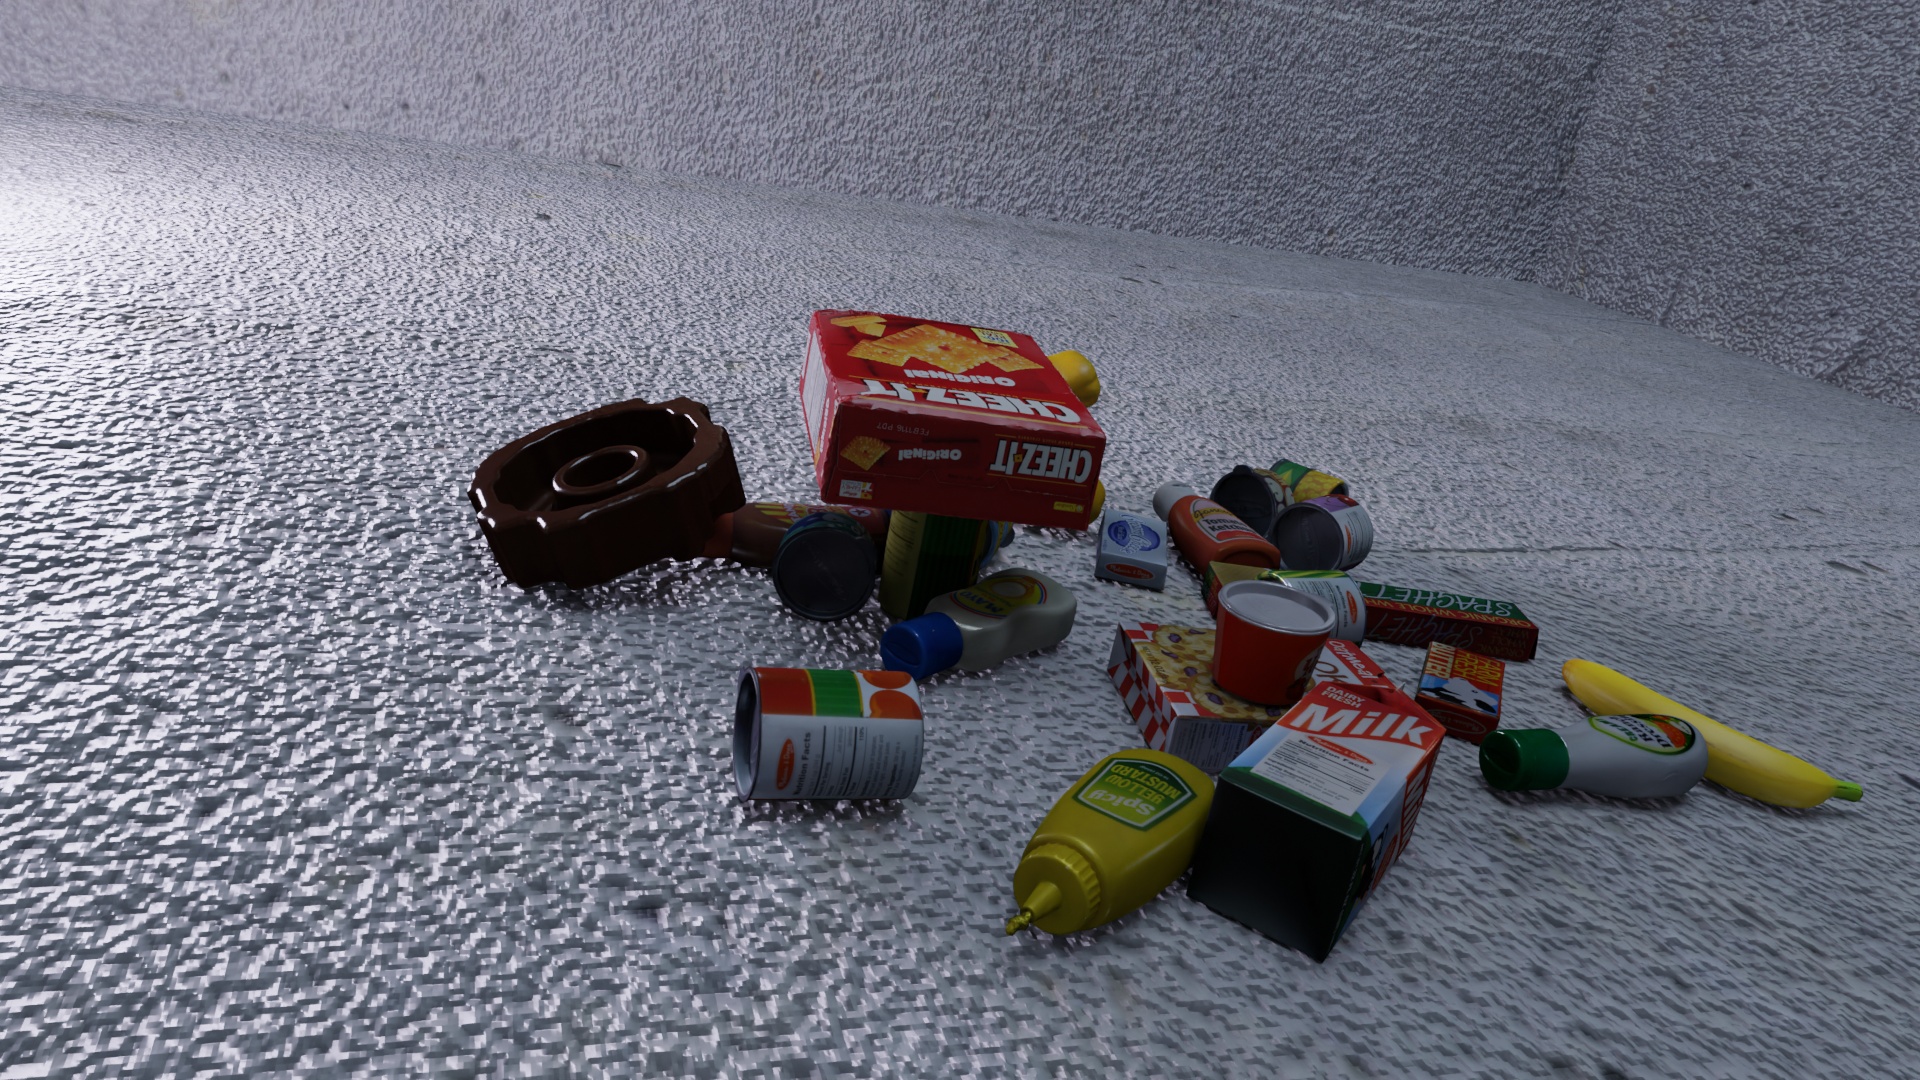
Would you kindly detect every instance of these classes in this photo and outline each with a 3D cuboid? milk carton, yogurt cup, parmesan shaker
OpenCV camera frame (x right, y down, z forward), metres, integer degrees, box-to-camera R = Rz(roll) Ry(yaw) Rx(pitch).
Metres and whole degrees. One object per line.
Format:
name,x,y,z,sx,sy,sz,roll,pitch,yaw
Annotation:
milk carton,0.195,0.132,0.724,0.073,0.072,0.191,22,24,28
yogurt cup,0.180,0.061,0.813,0.072,0.053,0.072,8,21,-3
parmesan shaker,-0.017,-0.003,0.932,0.071,0.102,0.071,9,21,-4

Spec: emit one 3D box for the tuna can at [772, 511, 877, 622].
tuna can,-0.085,0.015,0.898,0.071,0.070,0.033,9,20,-3

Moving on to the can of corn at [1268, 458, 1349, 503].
can of corn,0.294,-0.029,1.203,0.058,0.071,0.071,25,25,33

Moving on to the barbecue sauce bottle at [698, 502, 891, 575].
barbecue sauce bottle,-0.123,-0.003,0.965,0.149,0.043,0.065,3,21,-17

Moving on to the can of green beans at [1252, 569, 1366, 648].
can of green beans,0.235,0.053,0.956,0.058,0.071,0.071,0,23,-24

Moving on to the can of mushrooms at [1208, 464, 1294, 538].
can of mushrooms,0.246,-0.030,1.172,0.033,0.070,0.071,-8,27,-45

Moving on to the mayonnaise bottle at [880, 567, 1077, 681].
mayonnaise bottle,0.010,0.054,0.881,0.065,0.041,0.148,26,25,31

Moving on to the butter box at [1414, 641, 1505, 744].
butter box,0.336,0.102,0.937,0.053,0.024,0.104,17,21,18

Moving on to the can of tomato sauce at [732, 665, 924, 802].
can of tomato sauce,-0.068,0.096,0.699,0.083,0.071,0.071,4,21,-19

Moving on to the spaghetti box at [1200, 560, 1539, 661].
spaghetti box,0.308,0.053,1.044,0.250,0.028,0.050,8,21,-6

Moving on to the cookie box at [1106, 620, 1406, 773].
cookie box,0.189,0.098,0.854,0.168,0.040,0.123,5,21,-13

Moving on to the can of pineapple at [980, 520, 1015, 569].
can of pineapple,0.004,-0.013,1.019,0.071,0.070,0.058,14,21,10

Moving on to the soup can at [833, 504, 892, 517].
soup can,-0.062,-0.067,1.103,0.071,0.083,0.071,10,20,-3

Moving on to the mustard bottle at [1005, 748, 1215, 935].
mustard bottle,0.067,0.147,0.655,0.065,0.048,0.161,19,22,27

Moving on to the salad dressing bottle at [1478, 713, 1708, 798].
salad dressing bottle,0.388,0.133,0.853,0.148,0.043,0.064,1,21,-22

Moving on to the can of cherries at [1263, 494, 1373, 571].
can of cherries,0.291,-0.003,1.130,0.071,0.071,0.058,25,25,34

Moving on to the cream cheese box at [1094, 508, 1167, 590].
cream cheese box,0.135,0.007,1.089,0.053,0.024,0.104,13,21,3

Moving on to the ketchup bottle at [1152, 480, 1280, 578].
ketchup bottle,0.200,-0.006,1.128,0.065,0.043,0.149,3,21,-17
